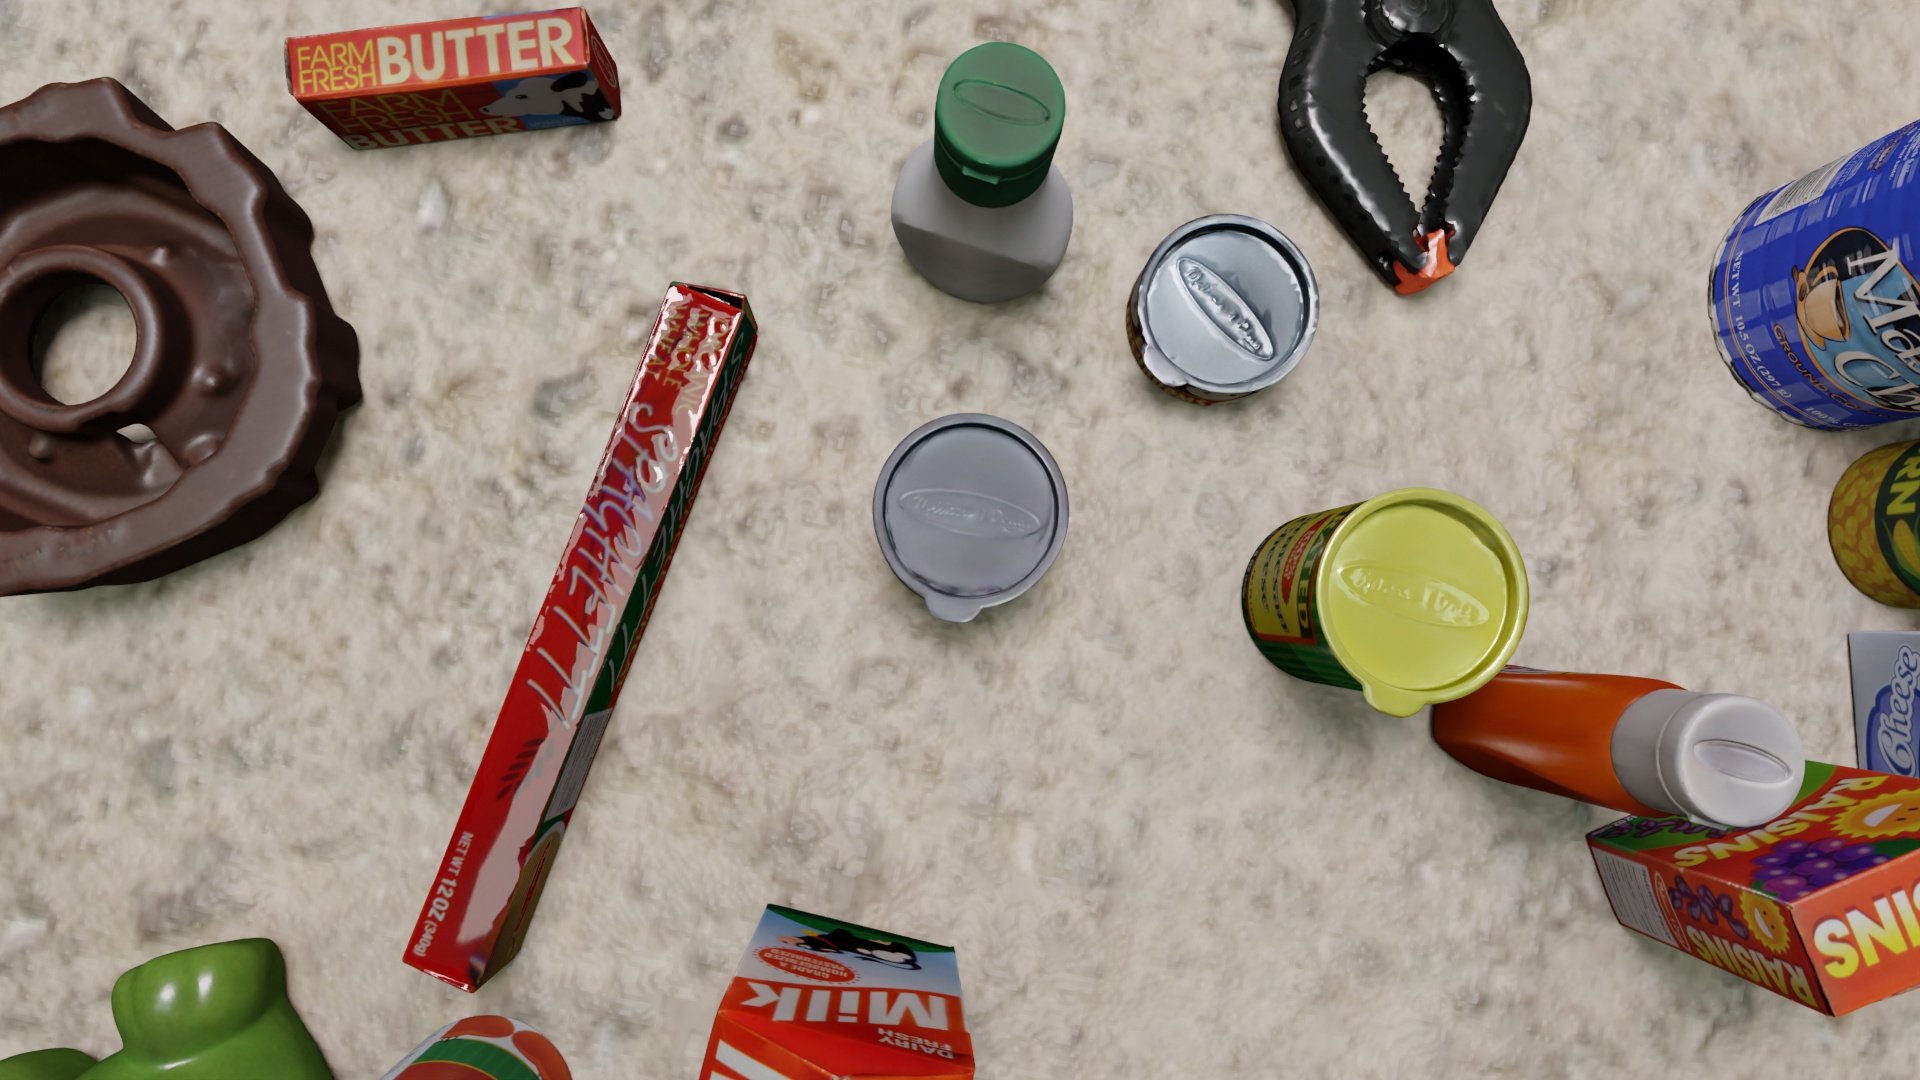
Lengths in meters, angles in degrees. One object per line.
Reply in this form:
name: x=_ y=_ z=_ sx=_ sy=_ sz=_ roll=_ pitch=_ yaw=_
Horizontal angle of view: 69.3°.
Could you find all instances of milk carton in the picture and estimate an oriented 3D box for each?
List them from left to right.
milk carton: x=-0.040 y=0.168 z=0.413 sx=0.073 sy=0.190 sz=0.072 roll=14 pitch=86 yaw=-2

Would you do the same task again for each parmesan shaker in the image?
parmesan shaker: x=0.138 y=0.022 z=0.474 sx=0.071 sy=0.103 sz=0.071 roll=0 pitch=87 yaw=-2

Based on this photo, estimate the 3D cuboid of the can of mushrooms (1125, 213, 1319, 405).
can of mushrooms: x=0.094 y=-0.083 z=0.514 sx=0.071 sy=0.033 sz=0.071 roll=0 pitch=86 yaw=-2

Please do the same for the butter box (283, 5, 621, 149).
butter box: x=-0.179 y=-0.165 z=0.498 sx=0.103 sy=0.053 sz=0.024 roll=-7 pitch=87 yaw=-3

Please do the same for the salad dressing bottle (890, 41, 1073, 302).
salad dressing bottle: x=0.009 y=-0.116 z=0.456 sx=0.064 sy=0.147 sz=0.044 roll=17 pitch=86 yaw=-1

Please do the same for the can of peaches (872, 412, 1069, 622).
can of peaches: x=0.002 y=-0.006 z=0.493 sx=0.071 sy=0.058 sz=0.071 roll=0 pitch=86 yaw=-2

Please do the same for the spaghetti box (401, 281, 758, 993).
spaghetti box: x=-0.129 y=0.030 z=0.489 sx=0.029 sy=0.050 sz=0.250 roll=20 pitch=86 yaw=-1

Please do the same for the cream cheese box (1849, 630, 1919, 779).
cream cheese box: x=0.355 y=0.084 z=0.504 sx=0.024 sy=0.053 sz=0.104 roll=-2 pitch=86 yaw=-2

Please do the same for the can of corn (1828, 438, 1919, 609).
can of corn: x=0.366 y=-0.009 z=0.509 sx=0.071 sy=0.058 sz=0.071 roll=0 pitch=86 yaw=-2

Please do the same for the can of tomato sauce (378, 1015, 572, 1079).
can of tomato sauce: x=-0.168 y=0.202 z=0.459 sx=0.071 sy=0.083 sz=0.071 roll=0 pitch=87 yaw=-2

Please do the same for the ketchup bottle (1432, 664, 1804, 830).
ketchup bottle: x=0.210 y=0.065 z=0.452 sx=0.065 sy=0.148 sz=0.043 roll=15 pitch=86 yaw=-1

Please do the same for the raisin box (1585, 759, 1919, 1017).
raisin box: x=0.282 y=0.111 z=0.464 sx=0.086 sy=0.123 sz=0.040 roll=-20 pitch=88 yaw=-3
